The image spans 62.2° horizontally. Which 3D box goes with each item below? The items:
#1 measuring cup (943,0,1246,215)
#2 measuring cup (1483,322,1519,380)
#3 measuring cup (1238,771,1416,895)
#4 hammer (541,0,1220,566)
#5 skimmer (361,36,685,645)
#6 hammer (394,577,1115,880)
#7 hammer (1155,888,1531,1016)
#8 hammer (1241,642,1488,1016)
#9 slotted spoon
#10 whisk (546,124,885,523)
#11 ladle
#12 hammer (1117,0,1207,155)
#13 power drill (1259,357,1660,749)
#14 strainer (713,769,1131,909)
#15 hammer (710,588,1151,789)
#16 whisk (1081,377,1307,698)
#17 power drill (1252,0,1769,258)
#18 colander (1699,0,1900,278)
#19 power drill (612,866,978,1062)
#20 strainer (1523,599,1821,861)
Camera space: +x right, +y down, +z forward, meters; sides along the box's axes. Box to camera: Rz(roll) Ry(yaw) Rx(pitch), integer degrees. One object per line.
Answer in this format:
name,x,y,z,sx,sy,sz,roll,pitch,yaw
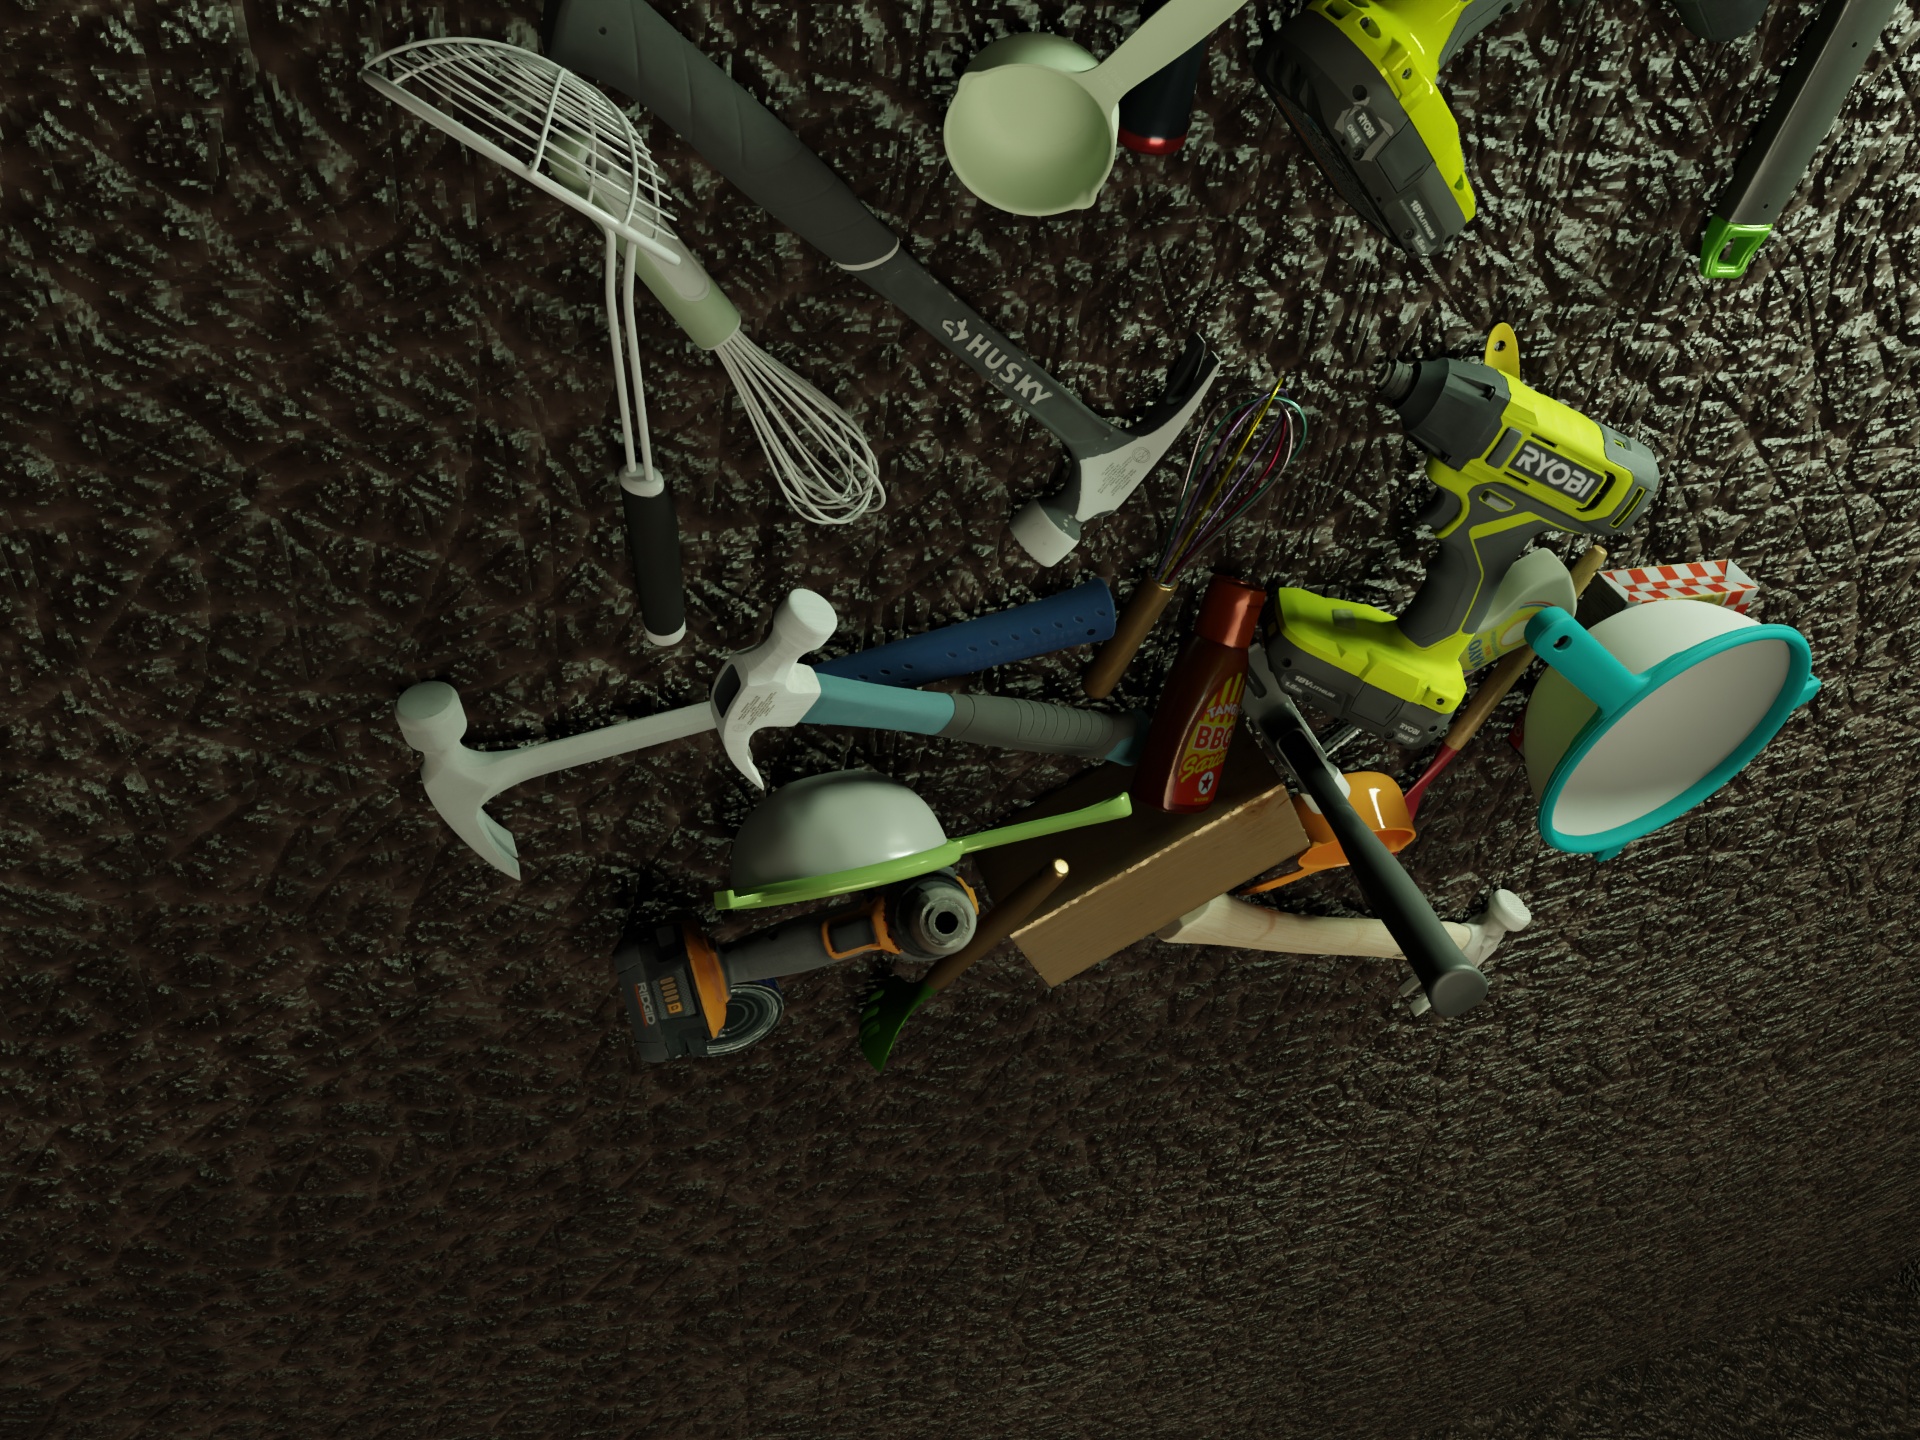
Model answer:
measuring cup,0.064,-0.281,0.676,0.083,0.038,0.167,36,137,-30
measuring cup,0.327,-0.177,0.979,0.062,0.029,0.156,-14,127,0
measuring cup,0.266,0.088,1.212,0.095,0.052,0.173,3,157,-33
hammer,-0.027,-0.213,0.750,0.149,0.036,0.408,-42,136,17
skimmer,-0.169,-0.134,0.705,0.090,0.127,0.363,-46,159,-29
hammer,-0.104,-0.011,0.925,0.405,0.035,0.144,-15,138,-11
hammer,0.307,0.185,1.318,0.410,0.038,0.146,10,130,-38
hammer,0.236,0.067,0.961,0.035,0.335,0.146,-34,114,10
slotted spoon,-0.007,0.165,1.083,0.031,0.070,0.313,19,143,-18
whisk,-0.108,-0.176,0.742,0.246,0.059,0.058,49,64,-44
ladle,0.380,-0.001,1.182,0.069,0.031,0.315,-16,142,-48
hammer,0.122,-0.382,0.580,0.038,0.143,0.386,-8,141,-19
power drill,0.285,-0.105,0.970,0.171,0.080,0.223,23,122,-10
strainer,-0.027,0.055,0.970,0.256,0.069,0.151,-13,180,2
hammer,-0.001,-0.003,0.929,0.330,0.033,0.128,7,137,-43
whisk,0.132,-0.102,0.945,0.051,0.047,0.244,11,133,-20
power drill,0.269,-0.332,0.741,0.228,0.080,0.190,-41,137,14
colander,0.492,-0.382,0.783,0.204,0.095,0.396,-6,136,-21
power drill,-0.098,0.144,0.998,0.226,0.084,0.185,-16,180,-10
strainer,0.425,-0.030,1.053,0.211,0.095,0.340,-45,139,19
